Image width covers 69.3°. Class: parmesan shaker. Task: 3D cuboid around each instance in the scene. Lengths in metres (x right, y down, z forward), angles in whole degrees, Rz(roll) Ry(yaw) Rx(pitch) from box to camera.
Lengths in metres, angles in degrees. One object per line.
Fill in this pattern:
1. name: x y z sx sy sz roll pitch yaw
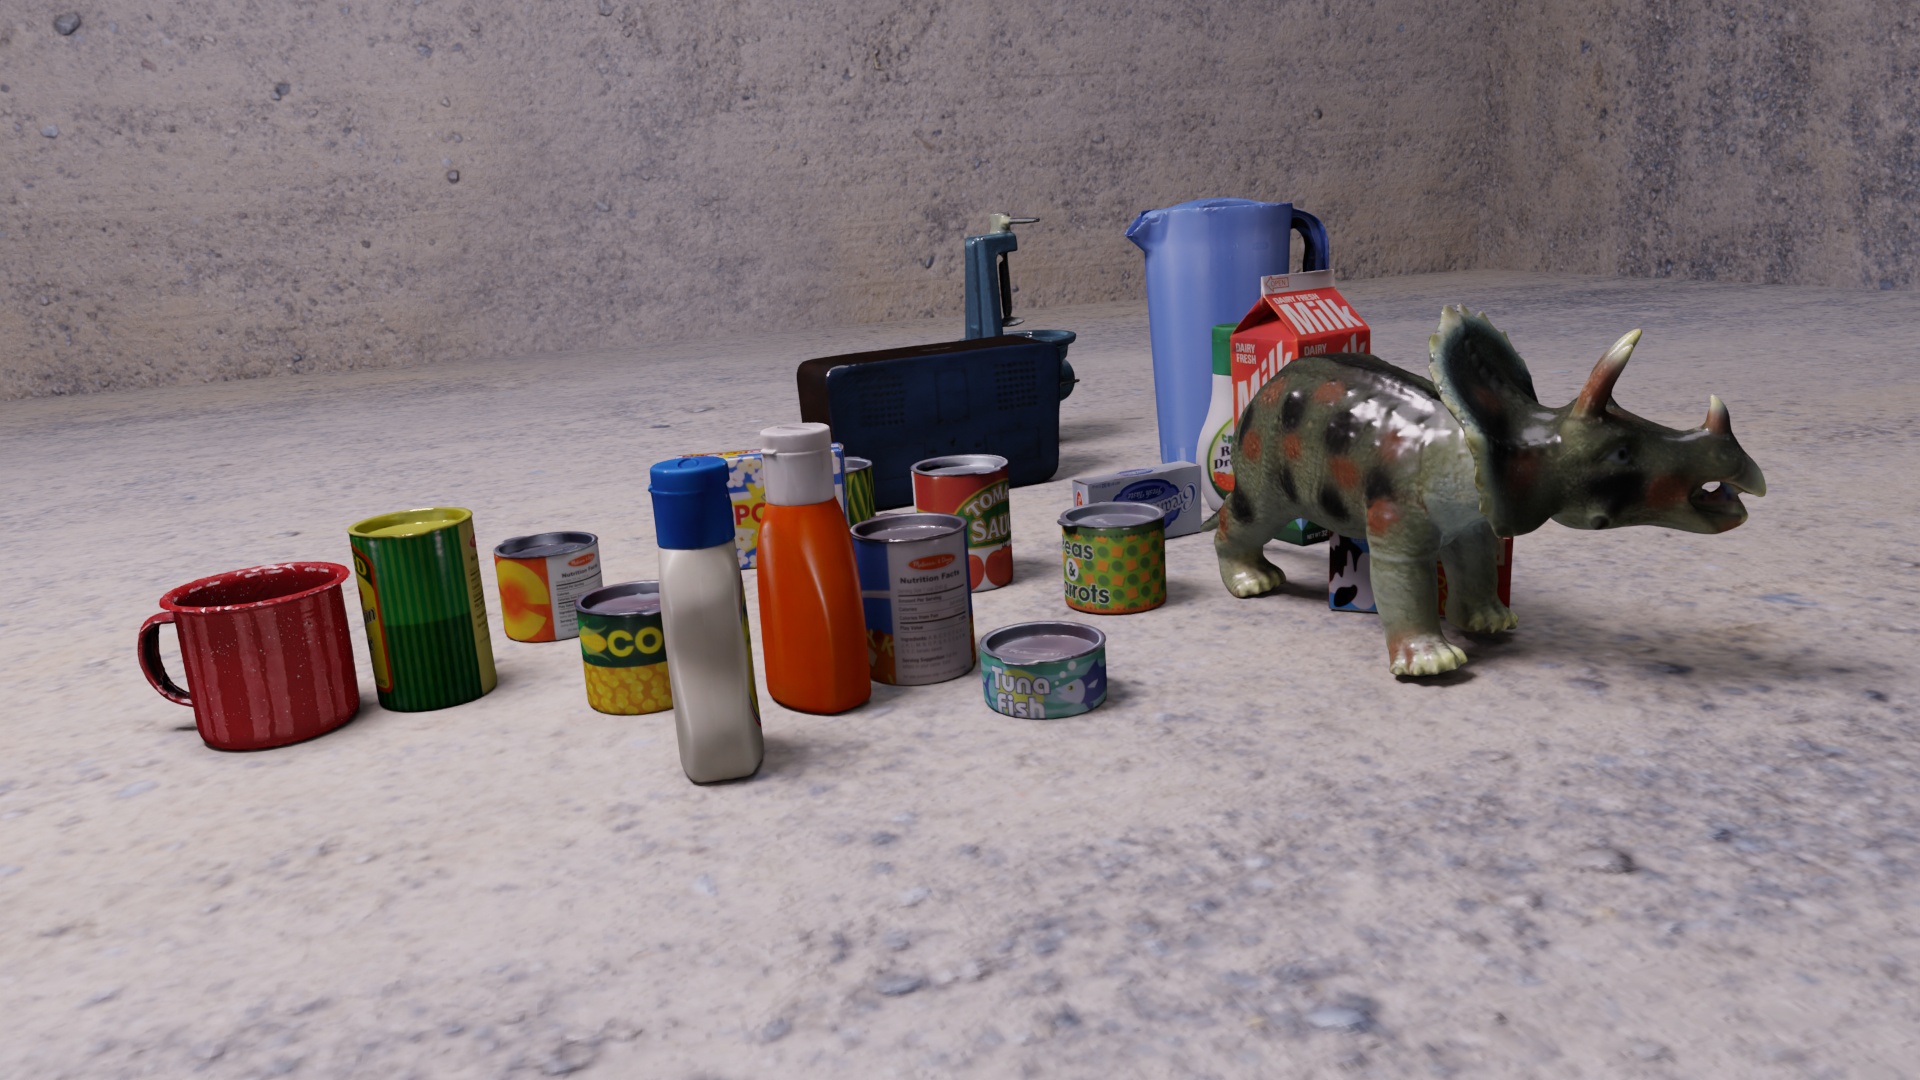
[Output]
1. parmesan shaker: -0.303 0.039 0.786 0.071 0.102 0.071 -4 14 1

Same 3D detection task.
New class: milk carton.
1. milk carton: 0.249 -0.100 1.015 0.072 0.190 0.073 -11 15 -29

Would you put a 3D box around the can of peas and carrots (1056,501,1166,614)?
1. can of peas and carrots: 0.096 0.011 0.884 0.071 0.058 0.071 -4 14 1

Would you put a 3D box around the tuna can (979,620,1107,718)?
1. tuna can: 0.043 0.068 0.725 0.071 0.032 0.071 -4 14 1

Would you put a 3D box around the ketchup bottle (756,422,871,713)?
1. ketchup bottle: -0.081 0.014 0.734 0.065 0.148 0.044 9 19 44

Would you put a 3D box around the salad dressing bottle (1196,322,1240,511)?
1. salad dressing bottle: 0.219 -0.097 1.102 0.064 0.147 0.044 -4 13 1

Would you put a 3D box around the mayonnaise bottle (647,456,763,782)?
1. mayonnaise bottle: -0.120 0.036 0.658 0.041 0.147 0.065 -6 14 -9

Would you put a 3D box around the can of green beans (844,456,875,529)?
1. can of green beans: -0.101 -0.032 1.107 0.071 0.057 0.071 -4 14 1

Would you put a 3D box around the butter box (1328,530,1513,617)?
1. butter box: 0.273 0.017 0.825 0.103 0.053 0.024 3 15 25

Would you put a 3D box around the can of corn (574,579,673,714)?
1. can of corn: -0.175 0.058 0.766 0.071 0.058 0.071 -4 14 1

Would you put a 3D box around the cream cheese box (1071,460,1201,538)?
1. cream cheese box: 0.132 -0.025 1.030 0.104 0.053 0.024 -11 15 -27

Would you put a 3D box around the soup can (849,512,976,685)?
1. soup can: -0.027 0.031 0.784 0.071 0.083 0.071 -4 14 1

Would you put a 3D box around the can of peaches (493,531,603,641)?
1. can of peaches: -0.269 0.029 0.908 0.071 0.058 0.071 -4 14 1

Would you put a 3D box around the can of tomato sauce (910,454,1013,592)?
1. can of tomato sauce: 0.003 -0.012 0.949 0.071 0.083 0.071 -4 14 1

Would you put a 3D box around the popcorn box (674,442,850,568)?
1. popcorn box: -0.147 -0.025 1.036 0.127 0.085 0.038 -5 14 -5
